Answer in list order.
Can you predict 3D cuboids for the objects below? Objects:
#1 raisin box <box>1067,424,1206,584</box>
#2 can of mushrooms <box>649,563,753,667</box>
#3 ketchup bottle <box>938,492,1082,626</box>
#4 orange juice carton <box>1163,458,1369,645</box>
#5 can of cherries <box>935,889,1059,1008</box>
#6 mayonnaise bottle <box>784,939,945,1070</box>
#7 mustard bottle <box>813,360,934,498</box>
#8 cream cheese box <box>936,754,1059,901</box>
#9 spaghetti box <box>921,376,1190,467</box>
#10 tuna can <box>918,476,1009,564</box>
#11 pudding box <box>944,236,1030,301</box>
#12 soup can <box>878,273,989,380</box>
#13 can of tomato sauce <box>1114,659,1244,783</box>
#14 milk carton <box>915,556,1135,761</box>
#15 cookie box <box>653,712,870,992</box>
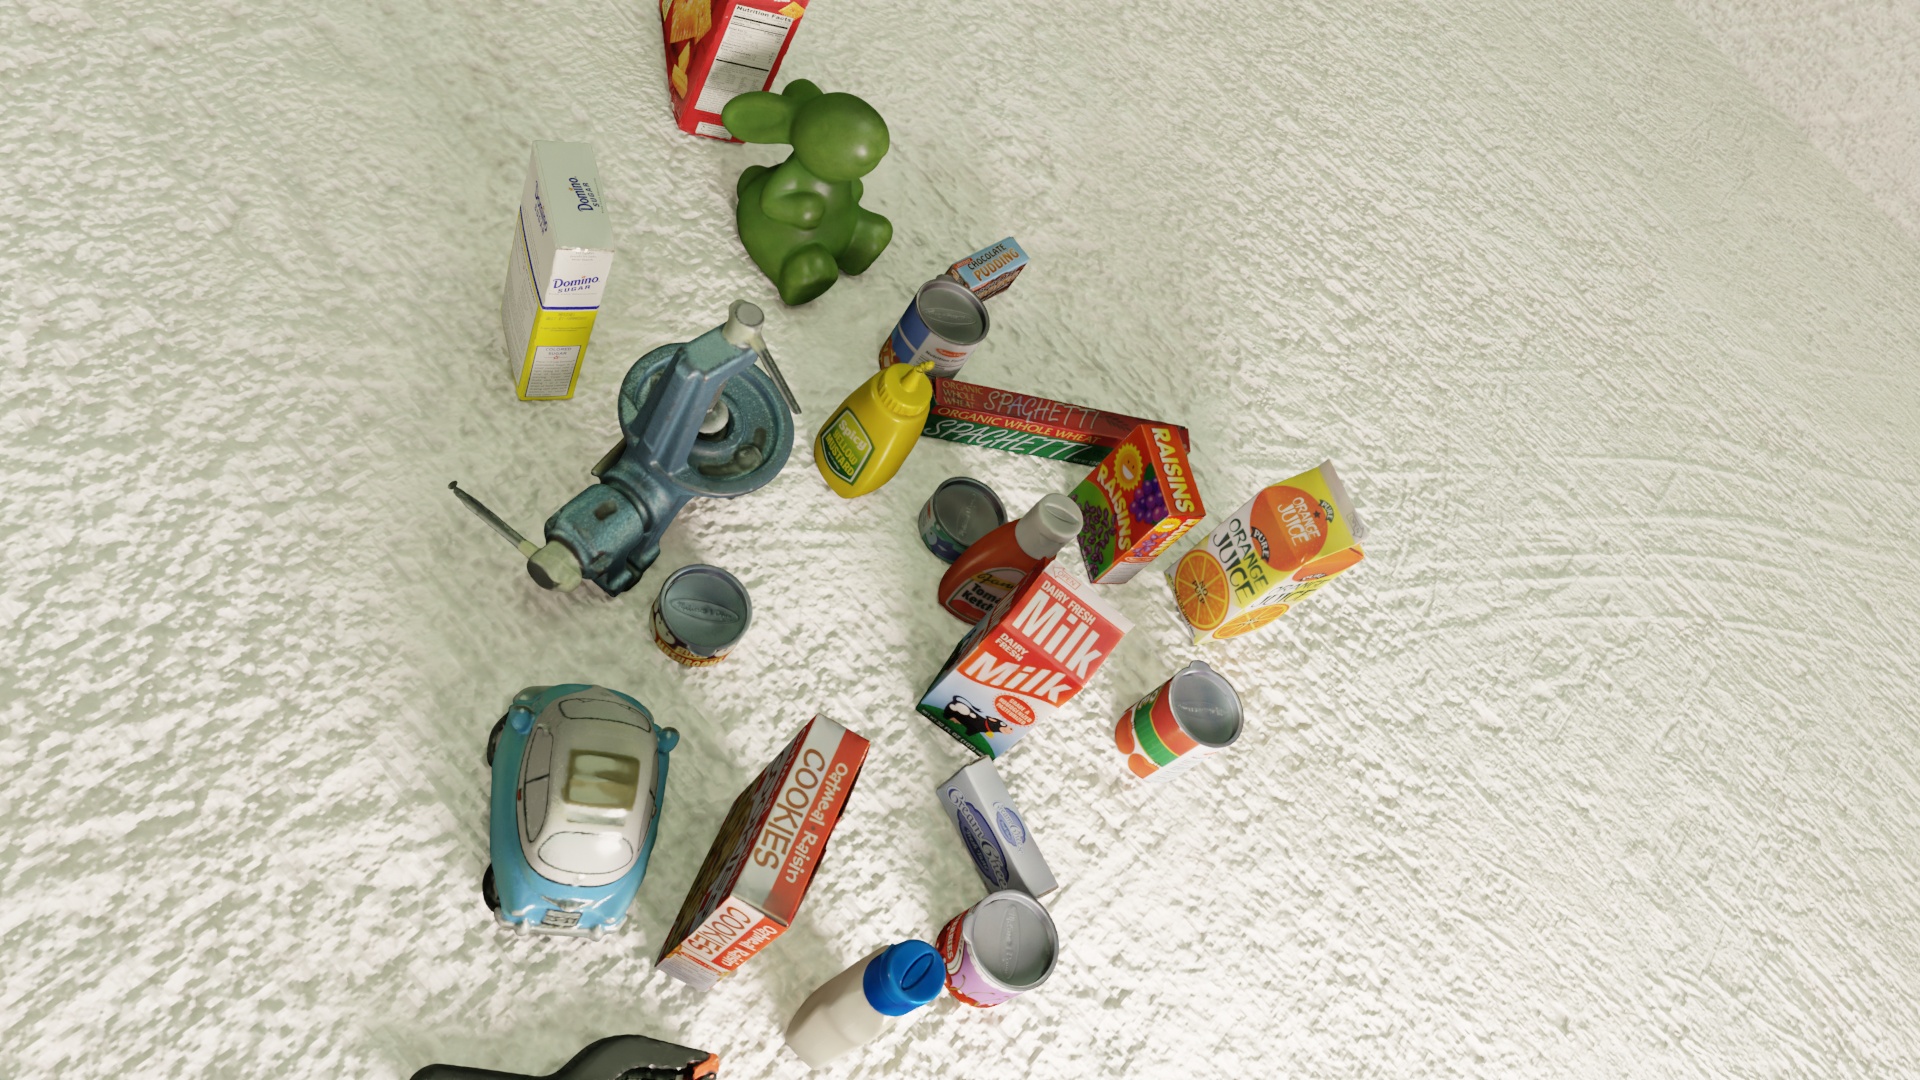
[{"bbox_3d":[0.141,-0.028,1.133,0.040,0.122,0.086,1,62,-28],"label":"raisin box"},{"bbox_3d":[-0.181,0.055,0.966,0.071,0.033,0.071,13,56,-21],"label":"can of mushrooms"},{"bbox_3d":[0.040,0.015,1.036,0.065,0.148,0.044,24,53,-14],"label":"ketchup bottle"},{"bbox_3d":[0.254,0.011,1.126,0.073,0.191,0.072,-7,66,-31],"label":"orange juice carton"},{"bbox_3d":[0.021,0.272,0.928,0.071,0.058,0.072,14,56,-21],"label":"can of cherries"},{"bbox_3d":[-0.055,0.274,0.829,0.041,0.147,0.065,46,51,3],"label":"mayonnaise bottle"},{"bbox_3d":[-0.059,-0.091,1.039,0.049,0.159,0.065,-27,77,-37],"label":"mustard bottle"},{"bbox_3d":[0.024,0.207,0.972,0.024,0.053,0.104,-18,72,-35],"label":"cream cheese box"},{"bbox_3d":[0.079,-0.094,1.186,0.250,0.050,0.029,8,59,-24],"label":"spaghetti box"},{"bbox_3d":[0.004,-0.014,1.108,0.071,0.032,0.071,13,56,-21],"label":"tuna can"},{"bbox_3d":[0.018,-0.235,1.239,0.084,0.049,0.030,-33,81,-38],"label":"pudding box"},{"bbox_3d":[-0.023,-0.168,1.154,0.071,0.083,0.071,14,56,-21],"label":"soup can"},{"bbox_3d":[0.166,0.141,1.070,0.071,0.082,0.071,14,56,-21],"label":"can of tomato sauce"},{"bbox_3d":[0.048,0.078,0.975,0.072,0.189,0.074,38,51,-3],"label":"milk carton"},{"bbox_3d":[-0.120,0.190,0.832,0.040,0.166,0.123,31,52,-9],"label":"cookie box"}]
